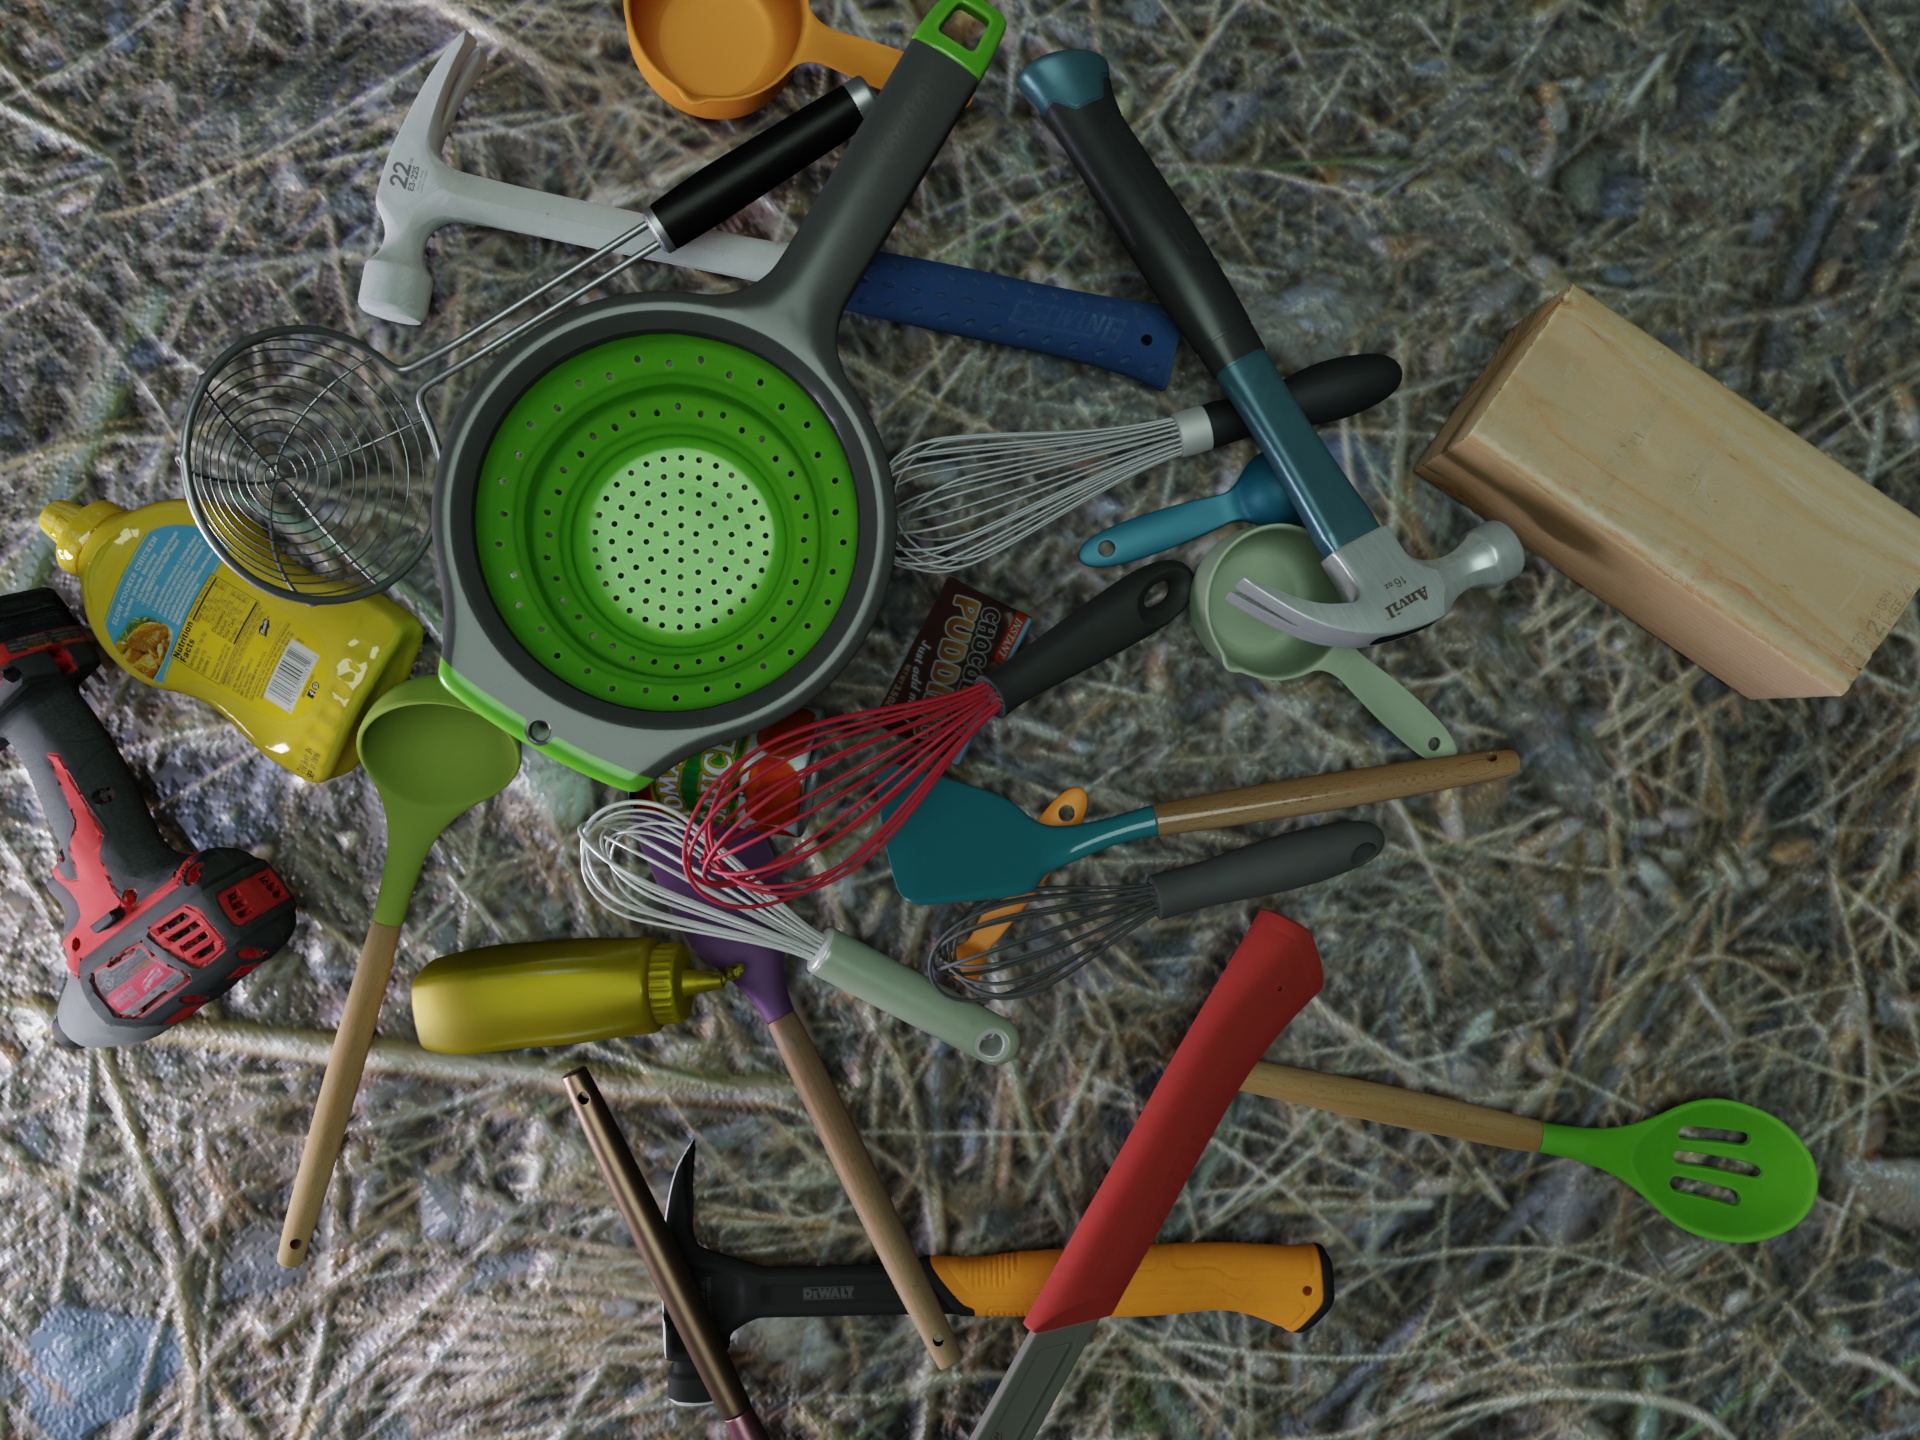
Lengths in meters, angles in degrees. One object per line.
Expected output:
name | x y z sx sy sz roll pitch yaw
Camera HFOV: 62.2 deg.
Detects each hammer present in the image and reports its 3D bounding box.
hammer | -0.090 -0.234 0.795 0.405 0.035 0.144 12 91 1
hammer | 0.127 -0.181 0.756 0.128 0.033 0.331 -28 81 -11
hammer | 0.018 0.276 0.801 0.337 0.034 0.127 -1 92 1
hammer | 0.062 0.246 0.754 0.149 0.037 0.359 33 80 -11

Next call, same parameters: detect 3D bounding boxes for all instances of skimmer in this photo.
skimmer | -0.186 -0.188 0.736 0.363 0.090 0.127 -32 123 0

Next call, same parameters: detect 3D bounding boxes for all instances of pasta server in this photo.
pasta server | -0.120 0.313 0.770 0.060 0.040 0.316 -25 91 -10

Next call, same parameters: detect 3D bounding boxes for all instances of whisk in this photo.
whisk | -0.075 0.108 0.776 0.246 0.059 0.058 30 98 -14
whisk | 0.098 0.090 0.786 0.239 0.055 0.055 -15 91 -6
whisk | 0.083 -0.134 0.784 0.284 0.070 0.070 -17 90 -3
whisk | -0.001 -0.002 0.747 0.296 0.073 0.073 -31 90 -22

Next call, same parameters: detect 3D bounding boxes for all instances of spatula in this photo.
spatula | -0.075 0.169 0.787 0.060 0.018 0.316 -27 80 -5
spatula | 0.121 0.040 0.776 0.317 0.044 0.082 -9 50 -3

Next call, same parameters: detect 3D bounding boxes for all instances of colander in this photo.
colander | -0.093 -0.159 0.752 0.204 0.094 0.397 31 86 -5

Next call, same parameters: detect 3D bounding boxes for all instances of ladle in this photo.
ladle | -0.295 0.130 0.797 0.078 0.062 0.320 16 95 -21

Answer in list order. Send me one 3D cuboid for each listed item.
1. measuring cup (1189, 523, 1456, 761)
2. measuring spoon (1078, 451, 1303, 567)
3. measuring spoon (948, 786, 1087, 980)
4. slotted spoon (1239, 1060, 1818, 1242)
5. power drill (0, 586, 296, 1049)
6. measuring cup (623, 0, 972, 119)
measuring cup | 0.183 -0.032 0.796 0.167 0.038 0.083 39 87 -16
measuring spoon | 0.121 -0.103 0.797 0.128 0.021 0.042 -19 90 1
measuring spoon | 0.030 0.083 0.808 0.021 0.011 0.117 34 92 1
slotted spoon | 0.264 0.201 0.797 0.314 0.031 0.070 11 91 3
power drill | -0.444 0.057 0.785 0.143 0.078 0.219 -34 95 16
measuring cup | -0.081 -0.331 0.790 0.173 0.052 0.095 15 92 -14
